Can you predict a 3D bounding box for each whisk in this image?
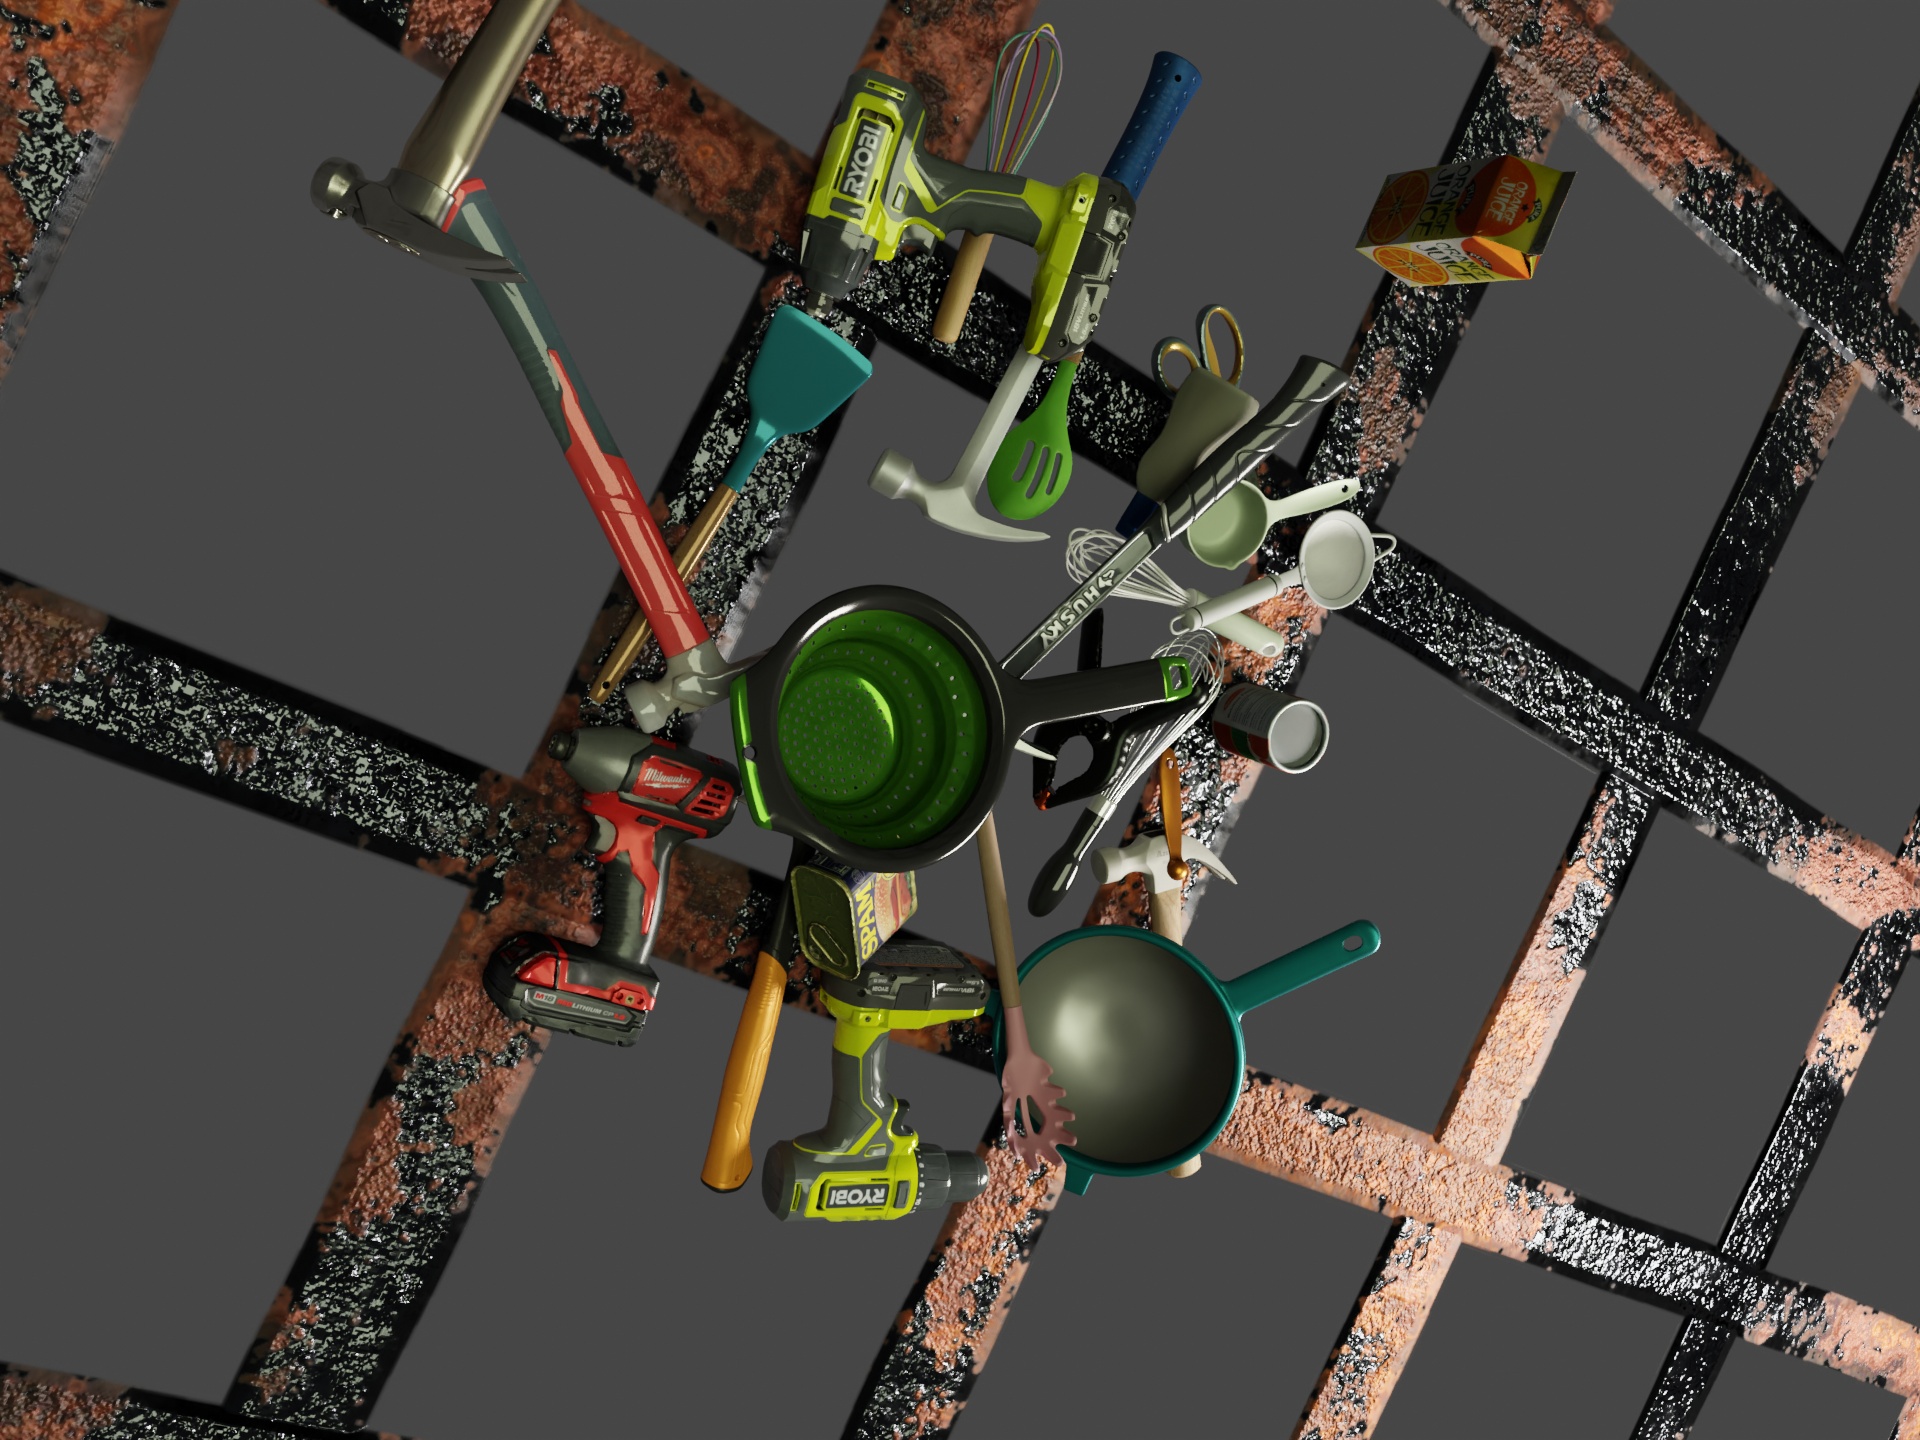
[{"bbox_3d":[0.185,-0.104,1.345,0.246,0.059,0.057,22,135,-31],"label":"whisk"},{"bbox_3d":[0.024,-0.407,1.203,0.051,0.047,0.245,18,97,-10],"label":"whisk"},{"bbox_3d":[0.136,0.045,1.347,0.070,0.070,0.284,32,90,-27],"label":"whisk"}]

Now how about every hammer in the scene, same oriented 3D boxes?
[{"bbox_3d":[-0.259,-0.479,1.024,0.146,0.038,0.411,25,84,9],"label":"hammer"},{"bbox_3d":[-0.154,0.210,1.232,0.127,0.034,0.337,1,106,-56],"label":"hammer"},{"bbox_3d":[0.192,0.256,1.429,0.130,0.031,0.331,-12,106,-22],"label":"hammer"},{"bbox_3d":[0.151,-0.138,1.258,0.409,0.036,0.149,-43,111,1],"label":"hammer"},{"bbox_3d":[-0.240,-0.190,1.103,0.143,0.038,0.386,-27,107,-9],"label":"hammer"},{"bbox_3d":[0.083,-0.326,1.231,0.144,0.035,0.405,28,87,-10],"label":"hammer"}]

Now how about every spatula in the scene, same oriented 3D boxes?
[{"bbox_3d":[-0.182,-0.148,1.158,0.082,0.044,0.317,32,87,-20],"label":"spatula"}]

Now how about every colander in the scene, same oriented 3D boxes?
[{"bbox_3d":[-0.002,-0.004,1.199,0.397,0.094,0.204,-10,91,-31],"label":"colander"}]

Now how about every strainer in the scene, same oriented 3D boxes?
[{"bbox_3d":[0.270,-0.119,1.361,0.258,0.050,0.086,-23,108,-31],"label":"strainer"},{"bbox_3d":[0.193,0.240,1.329,0.340,0.095,0.211,-28,86,15],"label":"strainer"}]

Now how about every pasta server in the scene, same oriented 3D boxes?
[{"bbox_3d":[0.041,0.208,1.303,0.060,0.040,0.316,-8,90,-20],"label":"pasta server"}]

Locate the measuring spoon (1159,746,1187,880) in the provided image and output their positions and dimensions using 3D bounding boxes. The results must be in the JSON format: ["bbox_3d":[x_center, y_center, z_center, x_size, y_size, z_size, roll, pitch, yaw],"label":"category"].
[{"bbox_3d":[0.185,0.080,1.377,0.021,0.011,0.117,2,79,-25],"label":"measuring spoon"}]

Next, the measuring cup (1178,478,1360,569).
[{"bbox_3d":[0.260,-0.183,1.354,0.167,0.038,0.083,-17,115,-15],"label":"measuring cup"}]

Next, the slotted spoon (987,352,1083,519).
[{"bbox_3d":[0.092,-0.310,1.265,0.070,0.031,0.314,17,92,-25],"label":"slotted spoon"}]

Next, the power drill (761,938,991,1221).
[{"bbox_3d":[-0.050,0.299,1.298,0.190,0.080,0.228,6,101,-26],"label":"power drill"}]

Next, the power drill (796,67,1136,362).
[{"bbox_3d":[-0.001,-0.350,1.158,0.223,0.080,0.171,18,99,-7],"label":"power drill"}]

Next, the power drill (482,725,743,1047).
[{"bbox_3d":[-0.260,0.113,1.159,0.143,0.079,0.220,22,88,-29],"label":"power drill"}]
